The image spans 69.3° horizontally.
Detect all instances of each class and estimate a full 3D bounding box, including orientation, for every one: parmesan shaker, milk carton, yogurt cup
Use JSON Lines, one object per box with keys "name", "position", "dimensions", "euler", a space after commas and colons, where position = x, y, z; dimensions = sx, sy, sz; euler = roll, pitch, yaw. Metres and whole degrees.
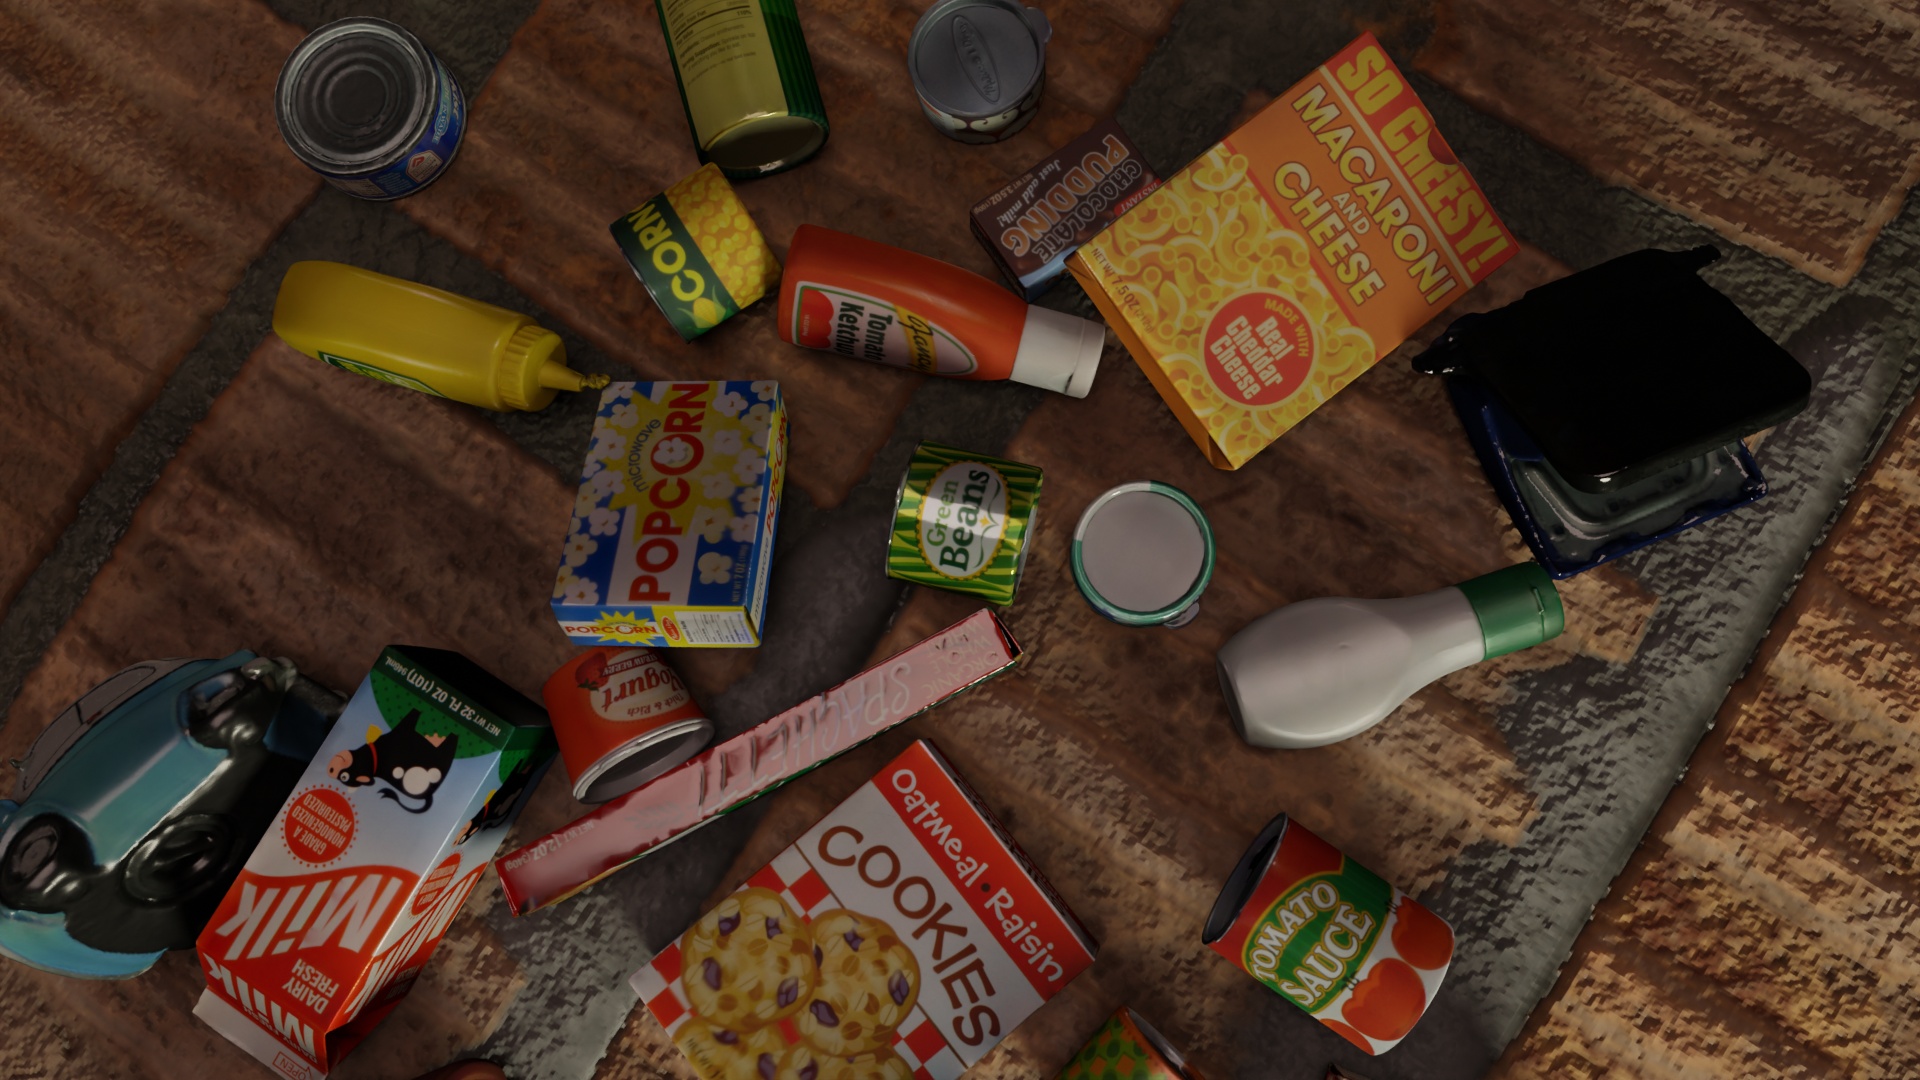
{"name": "parmesan shaker", "position": [-0.109, -0.235, 0.671], "dimensions": [0.071, 0.071, 0.103], "euler": [-16, 82, 2]}
{"name": "milk carton", "position": [-0.264, 0.147, 0.622], "dimensions": [0.072, 0.073, 0.190], "euler": [31, 85, 8]}
{"name": "yogurt cup", "position": [-0.153, 0.079, 0.629], "dimensions": [0.072, 0.072, 0.054], "euler": [-31, 73, 0]}

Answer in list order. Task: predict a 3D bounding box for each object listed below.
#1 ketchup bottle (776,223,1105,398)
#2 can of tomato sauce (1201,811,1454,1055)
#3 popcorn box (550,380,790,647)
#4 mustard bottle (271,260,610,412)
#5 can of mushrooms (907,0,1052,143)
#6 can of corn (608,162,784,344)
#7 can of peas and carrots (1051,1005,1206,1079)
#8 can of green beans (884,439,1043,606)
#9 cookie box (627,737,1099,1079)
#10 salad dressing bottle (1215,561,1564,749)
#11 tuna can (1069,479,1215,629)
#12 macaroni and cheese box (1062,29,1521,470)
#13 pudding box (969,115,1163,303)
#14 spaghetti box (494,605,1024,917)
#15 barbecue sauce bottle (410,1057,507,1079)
{"name": "ketchup bottle", "position": [-0.009, -0.102, 0.648], "dimensions": [0.149, 0.064, 0.044], "euler": [14, 61, -2]}
{"name": "can of tomato sauce", "position": [0.155, 0.167, 0.590], "dimensions": [0.083, 0.071, 0.071], "euler": [33, 86, 7]}
{"name": "popcorn box", "position": [-0.127, -0.014, 0.628], "dimensions": [0.085, 0.038, 0.127], "euler": [0, 56, 5]}
{"name": "mustard bottle", "position": [-0.240, -0.091, 0.654], "dimensions": [0.160, 0.065, 0.049], "euler": [16, 87, 12]}
{"name": "can of mushrooms", "position": [0.011, -0.231, 0.677], "dimensions": [0.071, 0.033, 0.071], "euler": [-1, 81, 5]}
{"name": "can of corn", "position": [-0.123, -0.136, 0.654], "dimensions": [0.058, 0.071, 0.071], "euler": [-33, 81, -1]}
{"name": "can of peas and carrots", "position": [0.073, 0.242, 0.585], "dimensions": [0.071, 0.071, 0.059], "euler": [43, 87, 9]}
{"name": "can of green beans", "position": [0.002, -0.008, 0.628], "dimensions": [0.058, 0.071, 0.071], "euler": [13, 83, 6]}
{"name": "cookie box", "position": [-0.041, 0.187, 0.617], "dimensions": [0.167, 0.040, 0.123], "euler": [-40, 81, -1]}
{"name": "salad dressing bottle", "position": [0.190, 0.048, 0.619], "dimensions": [0.148, 0.044, 0.064], "euler": [-17, 79, 0]}
{"name": "tuna can", "position": [0.085, 0.008, 0.637], "dimensions": [0.071, 0.033, 0.071], "euler": [-1, 81, 5]}
{"name": "macaroni and cheese box", "position": [0.151, -0.130, 0.634], "dimensions": [0.166, 0.040, 0.123], "euler": [-37, 96, -1]}
{"name": "pudding box", "position": [0.052, -0.157, 0.665], "dimensions": [0.084, 0.030, 0.050], "euler": [-33, 82, -1]}
{"name": "spaghetti box", "position": [-0.087, 0.098, 0.628], "dimensions": [0.250, 0.050, 0.029], "euler": [-27, 82, 0]}
{"name": "barbecue sauce bottle", "position": [-0.276, 0.274, 0.612], "dimensions": [0.148, 0.065, 0.044], "euler": [-23, 79, 10]}
